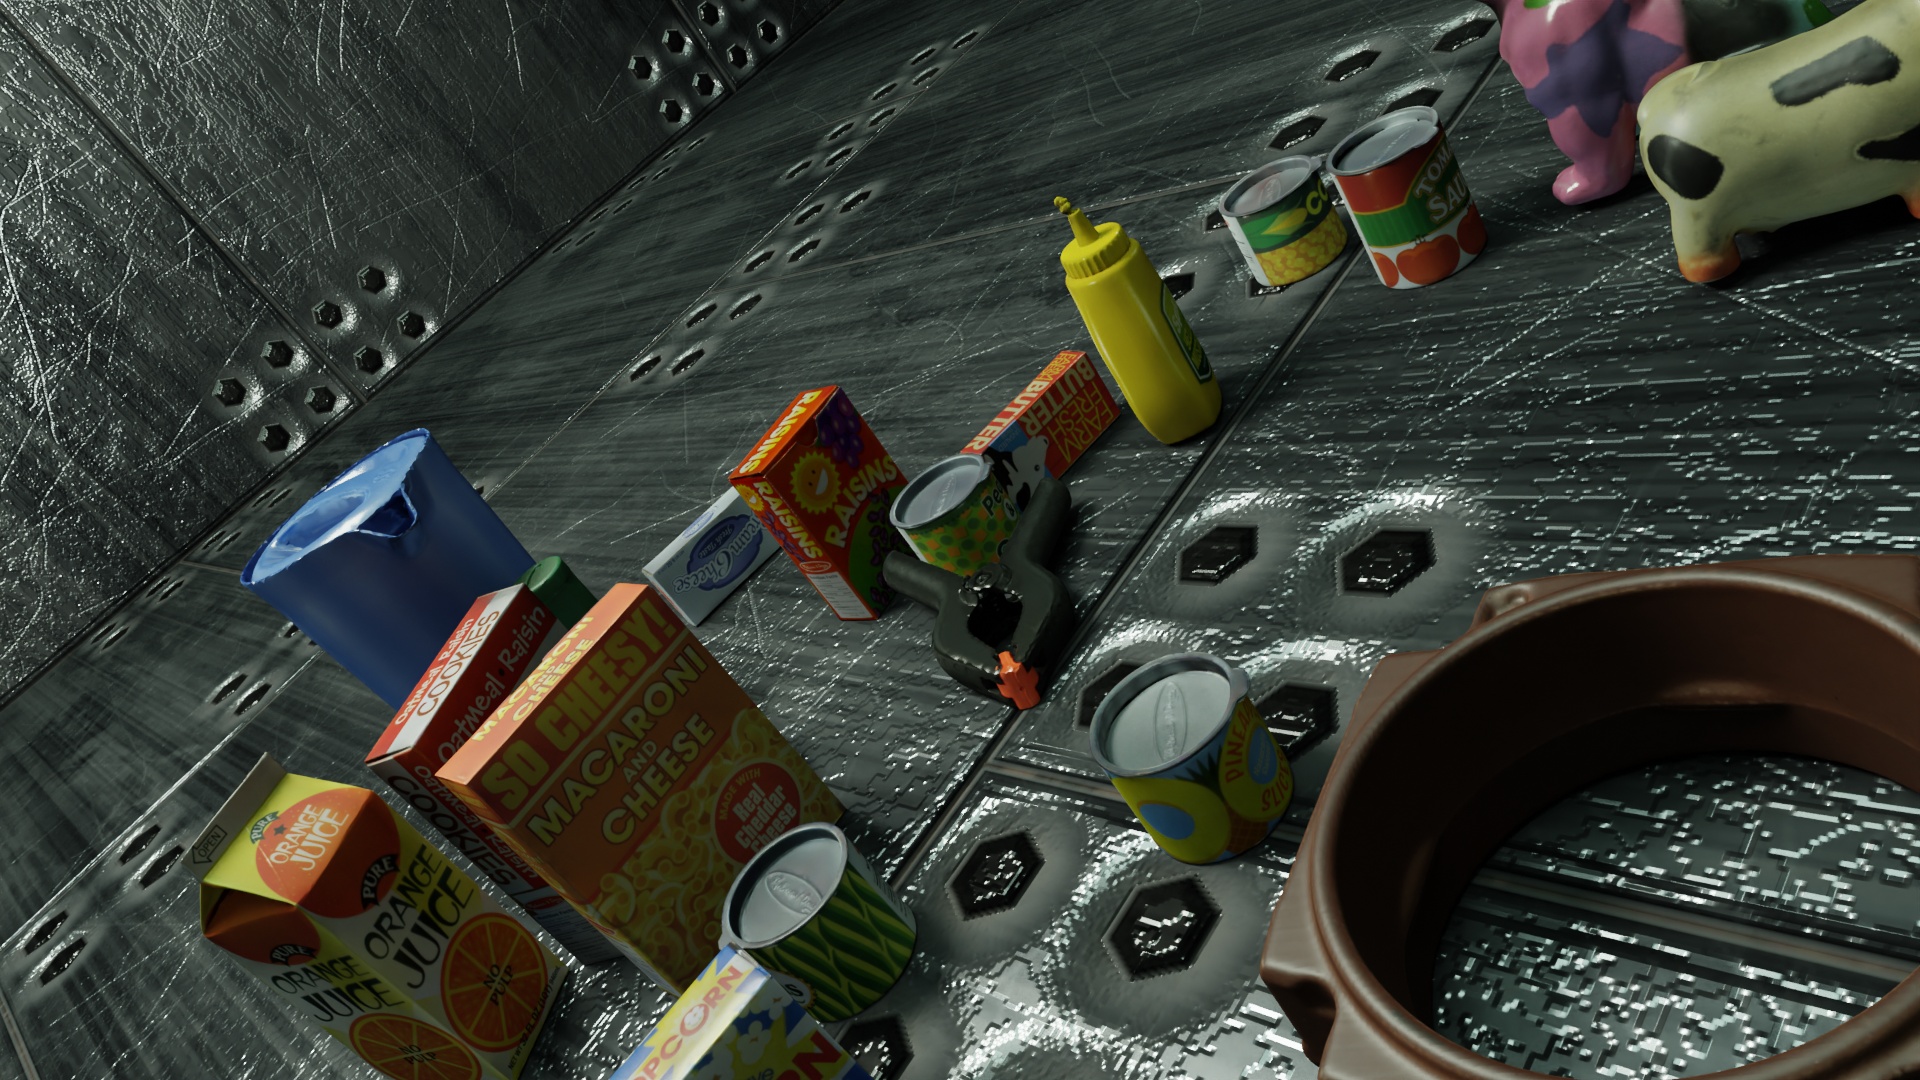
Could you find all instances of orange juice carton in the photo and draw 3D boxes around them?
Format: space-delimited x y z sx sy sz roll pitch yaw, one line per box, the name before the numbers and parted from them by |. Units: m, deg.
orange juice carton | -0.294 0.192 0.691 0.073 0.192 0.072 -21 30 26

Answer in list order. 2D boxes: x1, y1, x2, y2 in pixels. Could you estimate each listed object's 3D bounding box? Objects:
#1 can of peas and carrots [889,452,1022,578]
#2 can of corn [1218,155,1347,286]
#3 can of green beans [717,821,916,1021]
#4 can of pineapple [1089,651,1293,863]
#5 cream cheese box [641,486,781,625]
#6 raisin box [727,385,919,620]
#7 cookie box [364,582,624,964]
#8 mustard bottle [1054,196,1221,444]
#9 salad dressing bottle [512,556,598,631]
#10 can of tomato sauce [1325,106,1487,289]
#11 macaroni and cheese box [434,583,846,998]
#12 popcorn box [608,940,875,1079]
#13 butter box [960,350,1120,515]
can of peas and carrots | 0.003 -0.010 0.827 0.071 0.058 0.071 -27 28 16
can of corn | 0.214 -0.209 0.908 0.071 0.058 0.071 -27 28 16
can of green beans | -0.062 0.169 0.615 0.071 0.057 0.071 -27 28 16
can of pineapple | 0.096 0.088 0.566 0.071 0.057 0.071 -27 28 16
cream cheese box | -0.173 0.007 1.002 0.104 0.053 0.024 -45 29 -19
raisin box | -0.076 -0.022 0.863 0.040 0.123 0.086 -5 40 45
cookie box | -0.220 0.124 0.743 0.040 0.167 0.123 -21 30 27
mustard bottle | 0.098 -0.132 0.802 0.048 0.159 0.066 -23 30 23
salad dressing bottle | -0.208 0.074 0.831 0.044 0.147 0.064 -30 27 10
can of tomato sauce | 0.262 -0.199 0.809 0.071 0.083 0.071 -27 28 16
macaroni and cheese box | -0.147 0.121 0.667 0.040 0.166 0.124 -1 43 48
popcorn box | -0.099 0.231 0.527 0.127 0.085 0.038 -47 29 -22
butter box | 0.051 -0.067 0.869 0.104 0.053 0.024 -46 29 -20
